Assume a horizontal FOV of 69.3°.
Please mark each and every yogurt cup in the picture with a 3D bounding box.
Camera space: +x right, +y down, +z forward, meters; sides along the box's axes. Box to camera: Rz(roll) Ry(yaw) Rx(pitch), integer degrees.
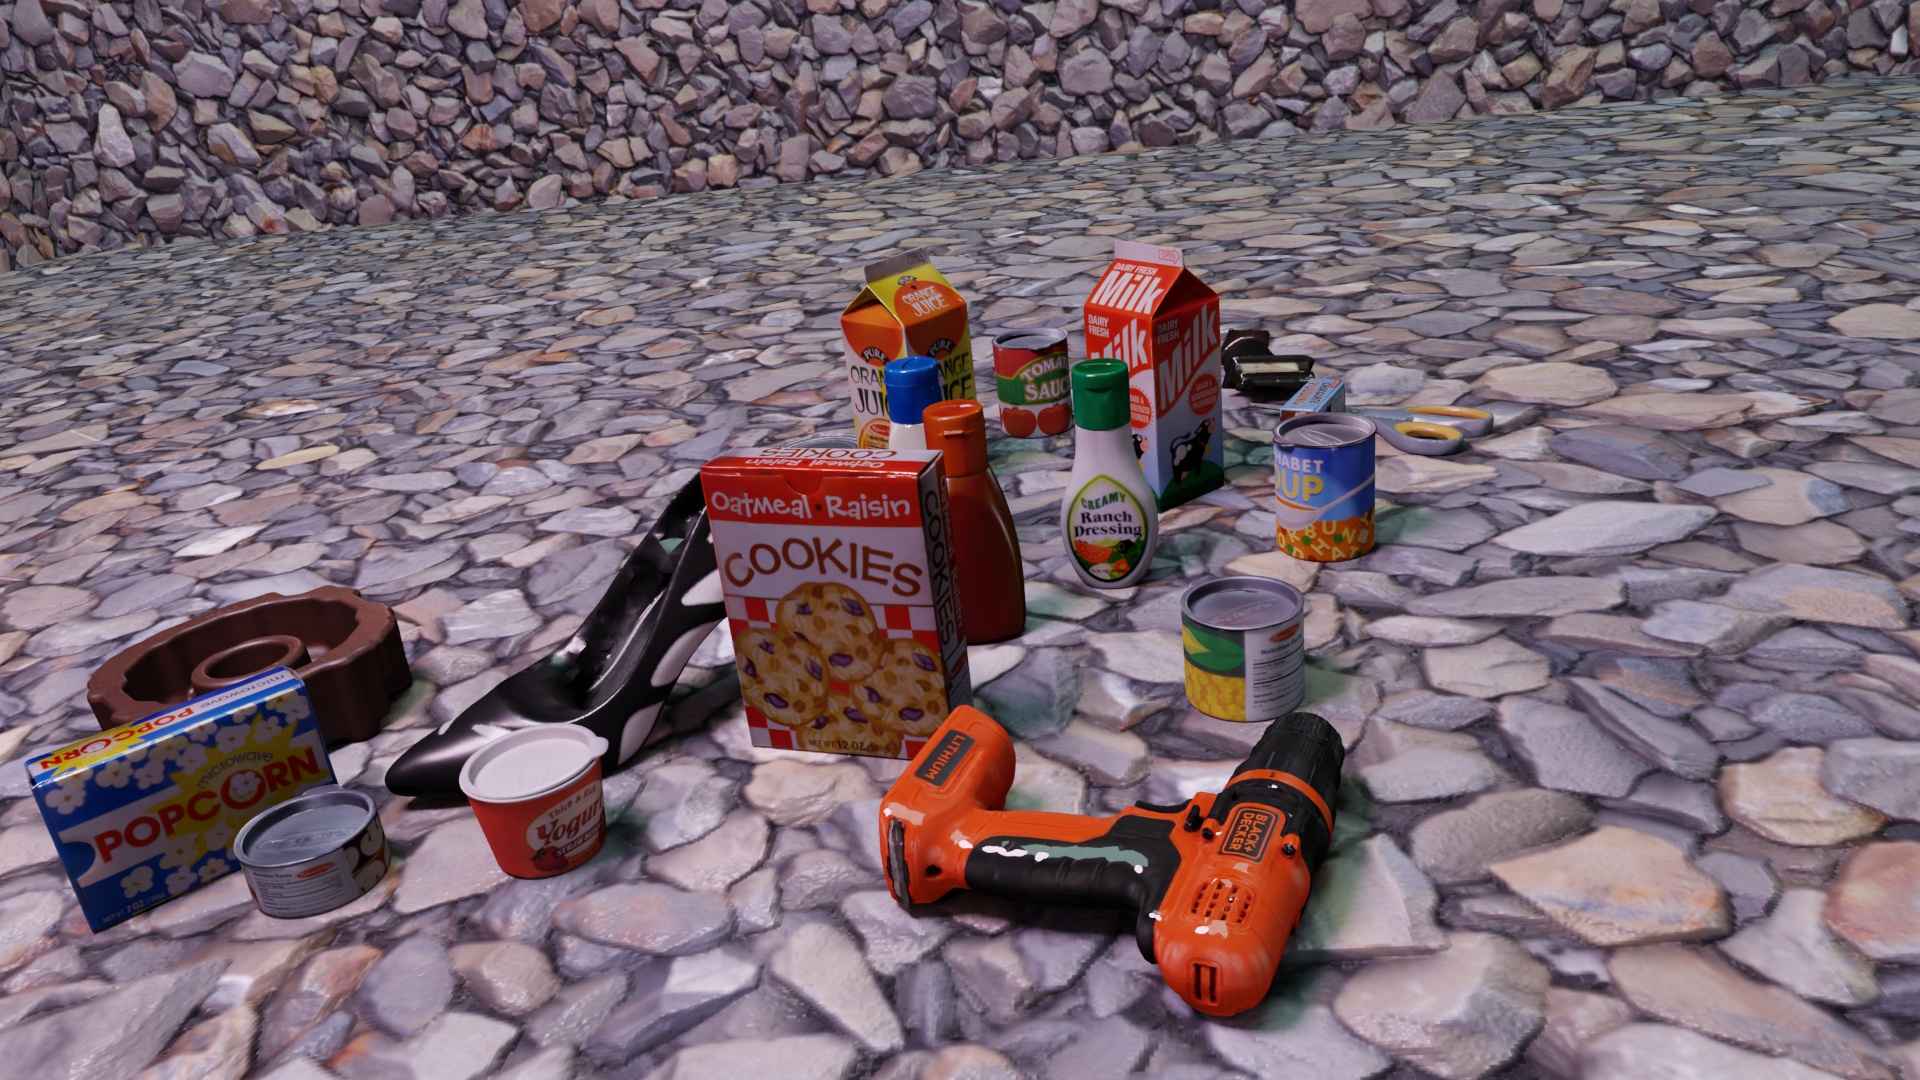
[{"bbox_3d":[-0.209,0.131,0.694,0.072,0.053,0.073,-6,23,2],"label":"yogurt cup"}]

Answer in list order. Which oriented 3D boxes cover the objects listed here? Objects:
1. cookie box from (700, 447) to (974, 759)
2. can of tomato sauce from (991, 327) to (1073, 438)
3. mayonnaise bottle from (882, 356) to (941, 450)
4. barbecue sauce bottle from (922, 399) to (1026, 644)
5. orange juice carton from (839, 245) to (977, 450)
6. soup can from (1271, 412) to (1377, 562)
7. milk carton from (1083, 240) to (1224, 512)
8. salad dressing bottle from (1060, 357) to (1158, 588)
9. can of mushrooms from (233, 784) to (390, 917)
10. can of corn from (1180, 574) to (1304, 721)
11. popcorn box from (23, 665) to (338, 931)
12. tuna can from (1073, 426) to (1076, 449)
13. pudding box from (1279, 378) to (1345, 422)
[{"bbox_3d":[-0.063,0.034,0.738,0.123,0.166,0.040,2,24,19],"label":"cookie box"},{"bbox_3d":[0.065,-0.138,1.219,0.071,0.082,0.071,-6,23,2],"label":"can of tomato sauce"},{"bbox_3d":[-0.025,-0.050,0.952,0.041,0.147,0.065,-1,23,13],"label":"mayonnaise bottle"},{"bbox_3d":[0.003,-0.011,0.850,0.065,0.148,0.044,-5,22,4],"label":"barbecue sauce bottle"},{"bbox_3d":[-0.039,-0.127,1.079,0.073,0.191,0.072,14,30,41],"label":"orange juice carton"},{"bbox_3d":[0.241,-0.035,0.928,0.071,0.083,0.071,-6,23,2],"label":"soup can"},{"bbox_3d":[0.144,-0.125,1.030,0.074,0.189,0.072,-22,27,-33],"label":"milk carton"},{"bbox_3d":[0.095,-0.043,0.904,0.064,0.147,0.044,-1,23,12],"label":"salad dressing bottle"},{"bbox_3d":[-0.322,0.154,0.695,0.071,0.033,0.071,-5,23,2],"label":"can of mushrooms"},{"bbox_3d":[0.154,0.058,0.764,0.071,0.058,0.071,-6,23,2],"label":"can of corn"},{"bbox_3d":[-0.391,0.128,0.709,0.127,0.085,0.038,-24,28,-35],"label":"popcorn box"},{"bbox_3d":[0.123,-0.076,1.121,0.071,0.032,0.071,-5,23,2],"label":"tuna can"},{"bbox_3d":[0.279,-0.093,1.098,0.030,0.049,0.084,7,26,29],"label":"pudding box"}]
